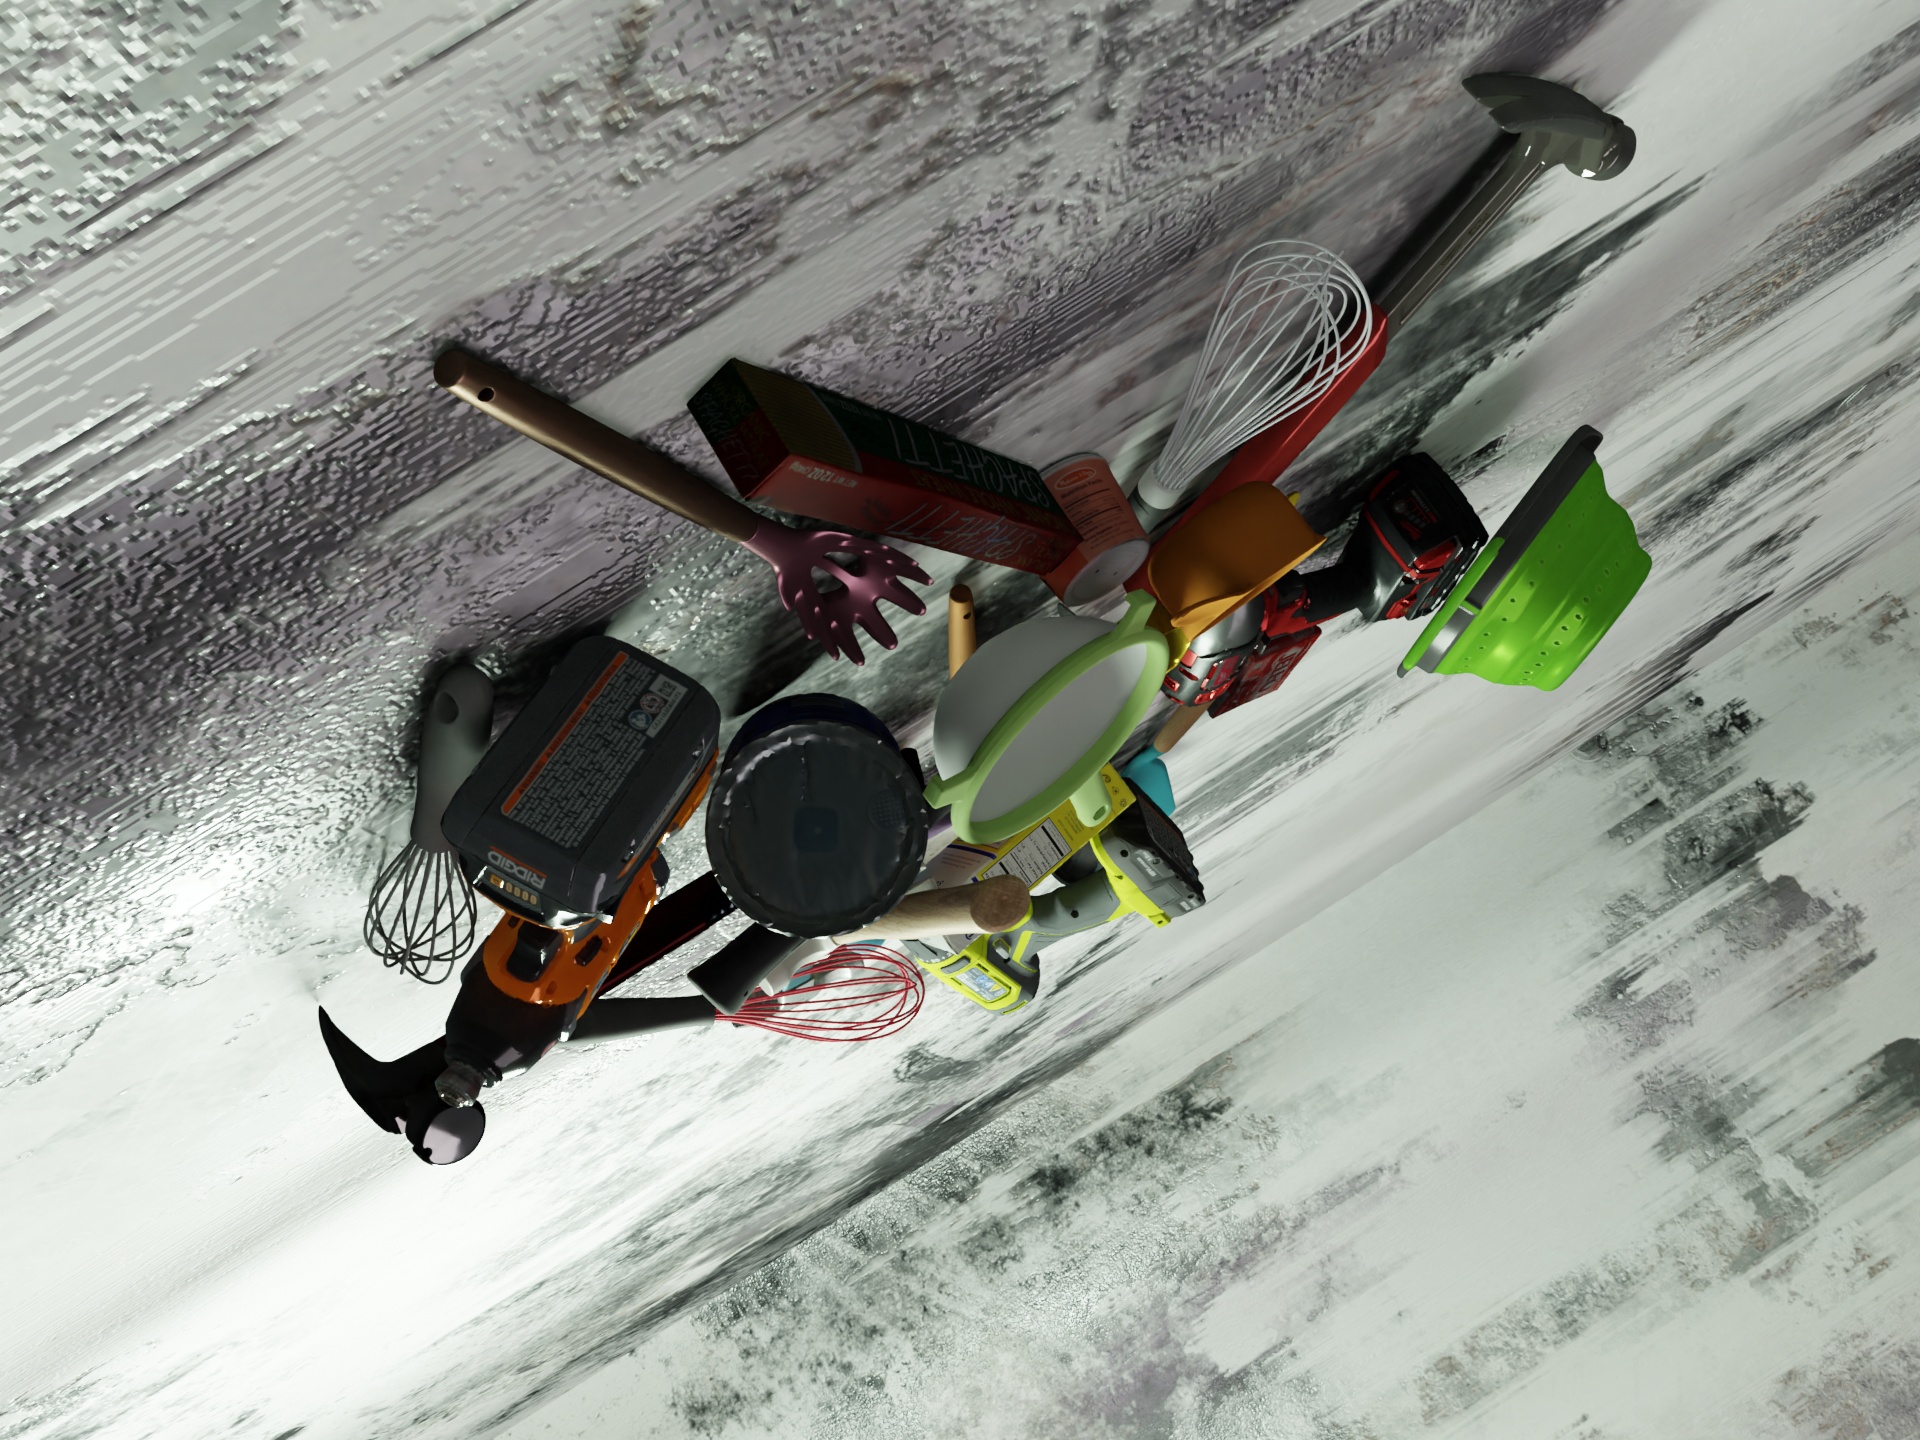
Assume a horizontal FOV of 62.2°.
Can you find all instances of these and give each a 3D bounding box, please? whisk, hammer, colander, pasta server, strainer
[{"bbox_3d":[-0.159,0.202,1.125,0.295,0.073,0.073,-1,147,-28],"label":"whisk"},{"bbox_3d":[-0.115,0.153,1.185,0.128,0.033,0.330,-26,159,-22],"label":"hammer"},{"bbox_3d":[0.117,-0.140,0.812,0.070,0.070,0.284,-21,163,-30],"label":"whisk"},{"bbox_3d":[-0.034,0.119,0.971,0.130,0.031,0.331,-33,-177,-23],"label":"hammer"},{"bbox_3d":[-0.175,0.111,0.931,0.386,0.143,0.038,-31,125,-34],"label":"hammer"},{"bbox_3d":[-0.028,0.056,0.938,0.335,0.035,0.146,-39,158,-29],"label":"hammer"},{"bbox_3d":[0.431,-0.119,1.125,0.397,0.094,0.204,-38,160,-51],"label":"colander"},{"bbox_3d":[-0.097,-0.081,0.640,0.060,0.040,0.316,-49,157,8],"label":"pasta server"},{"bbox_3d":[-0.240,0.054,0.733,0.055,0.055,0.238,-18,153,-36],"label":"whisk"},{"bbox_3d":[0.195,-0.182,0.852,0.149,0.037,0.359,-12,152,-45],"label":"hammer"},{"bbox_3d":[0.046,0.006,0.896,0.151,0.069,0.256,-43,160,-3],"label":"strainer"}]

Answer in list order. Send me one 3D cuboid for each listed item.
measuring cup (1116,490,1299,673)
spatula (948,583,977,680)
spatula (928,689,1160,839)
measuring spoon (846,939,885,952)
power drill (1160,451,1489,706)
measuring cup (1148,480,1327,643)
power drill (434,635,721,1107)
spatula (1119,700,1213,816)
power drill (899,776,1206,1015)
[{"bbox_3d":[0.137,-0.080,0.926,0.156,0.029,0.062,-51,154,21],"label":"measuring cup"},{"bbox_3d":[-0.002,-0.003,1.003,0.081,0.041,0.322,-29,156,-13],"label":"spatula"},{"bbox_3d":[0.079,0.012,1.169,0.316,0.018,0.059,-34,164,6],"label":"spatula"},{"bbox_3d":[-0.051,0.132,1.185,0.042,0.021,0.128,-39,162,-49],"label":"measuring spoon"},{"bbox_3d":[0.238,-0.093,1.079,0.219,0.079,0.143,-24,159,-16],"label":"power drill"},{"bbox_3d":[0.126,-0.081,0.816,0.095,0.052,0.173,-39,173,27],"label":"measuring cup"},{"bbox_3d":[-0.189,0.082,0.741,0.164,0.084,0.226,-61,180,-36],"label":"power drill"},{"bbox_3d":[0.178,0.017,1.276,0.082,0.044,0.317,-23,163,-21],"label":"spatula"},{"bbox_3d":[0.061,0.140,1.271,0.228,0.080,0.190,-30,135,17],"label":"power drill"}]
